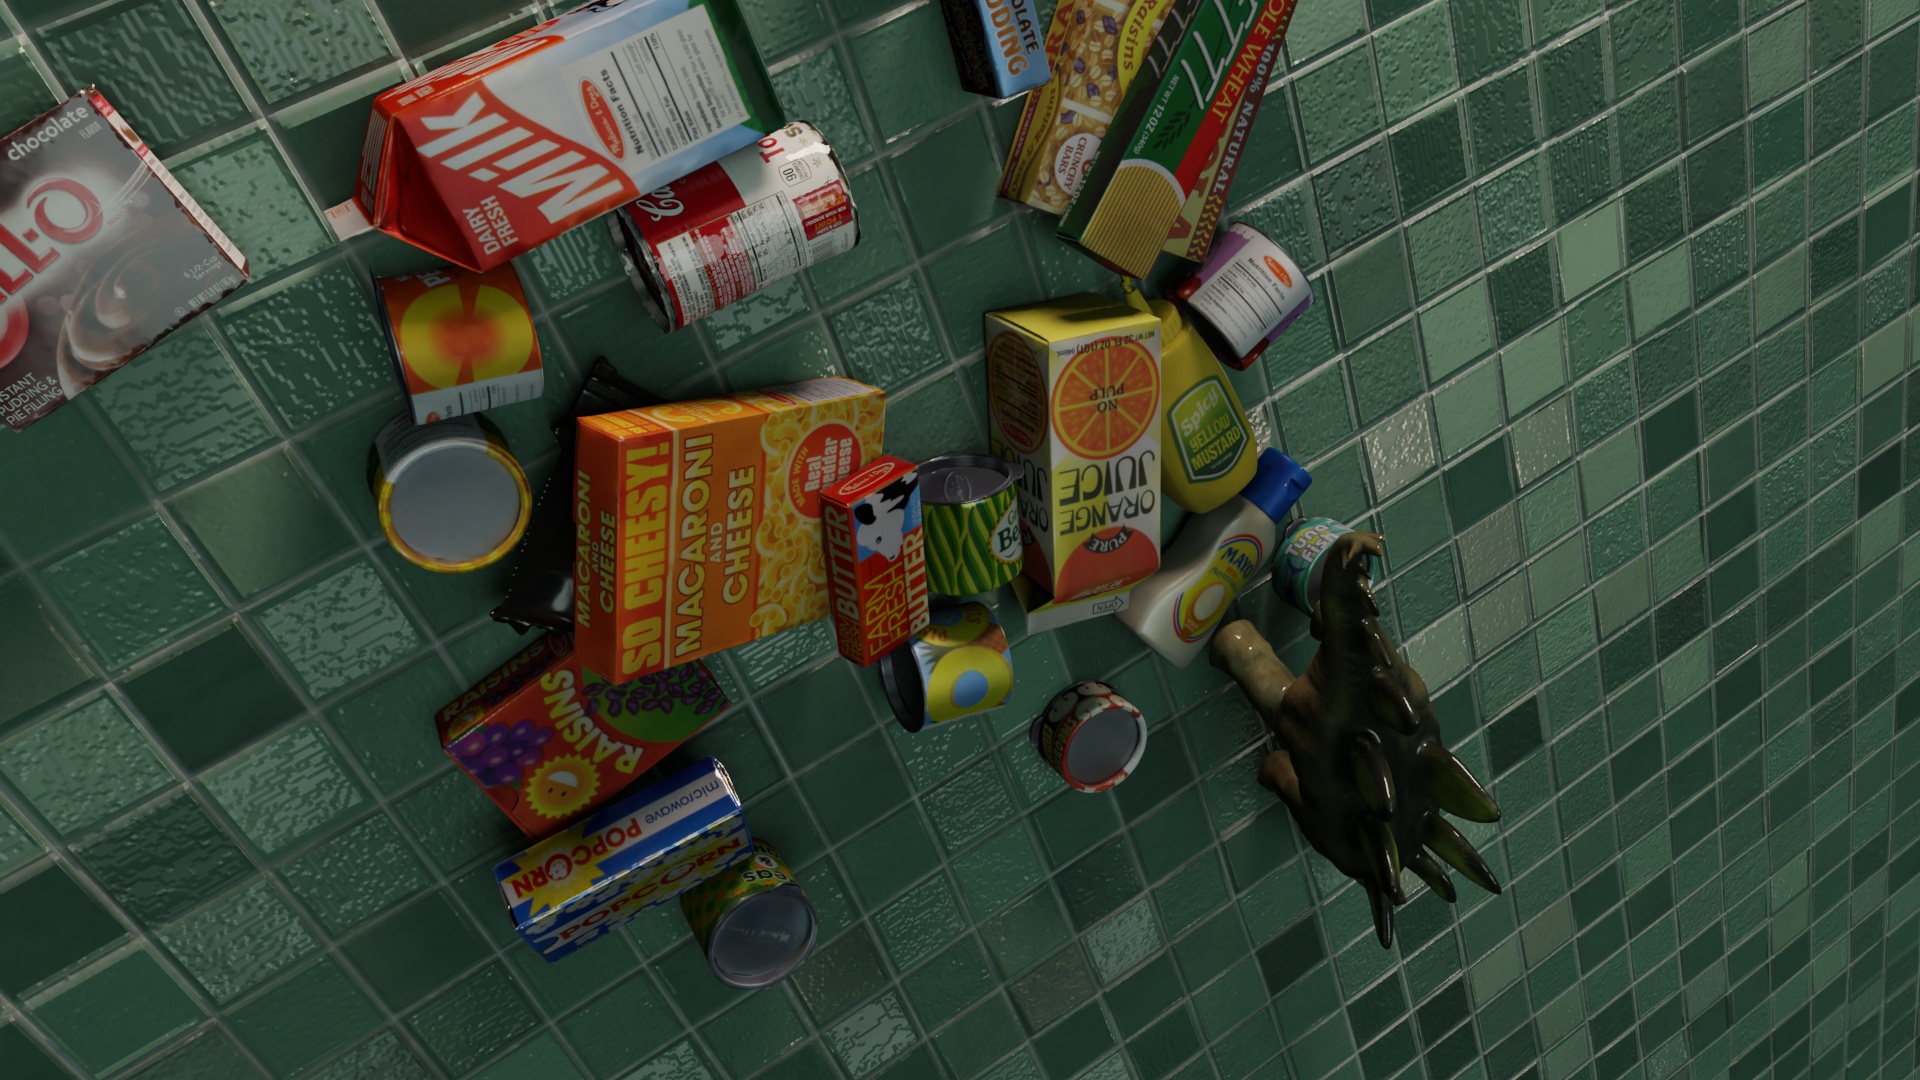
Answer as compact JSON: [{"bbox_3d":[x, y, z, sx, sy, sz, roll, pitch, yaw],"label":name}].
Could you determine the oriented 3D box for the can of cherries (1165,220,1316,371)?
[{"bbox_3d":[0.161,-0.140,0.805,0.058,0.072,0.071,-45,125,1],"label":"can of cherries"}]

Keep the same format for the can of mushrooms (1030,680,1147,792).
[{"bbox_3d":[0.083,0.127,0.897,0.071,0.033,0.070,-12,117,-24],"label":"can of mushrooms"}]

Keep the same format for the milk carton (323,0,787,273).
[{"bbox_3d":[-0.181,-0.177,0.600,0.191,0.072,0.073,-31,122,-15],"label":"milk carton"}]

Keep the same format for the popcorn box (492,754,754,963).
[{"bbox_3d":[-0.177,0.172,0.747,0.127,0.038,0.084,-26,157,-17],"label":"popcorn box"}]

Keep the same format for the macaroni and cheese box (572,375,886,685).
[{"bbox_3d":[-0.113,-0.010,0.694,0.167,0.040,0.123,-16,120,-46],"label":"macaroni and cheese box"}]

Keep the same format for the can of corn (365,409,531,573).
[{"bbox_3d":[-0.236,-0.023,0.644,0.071,0.058,0.071,-11,115,-24],"label":"can of corn"}]

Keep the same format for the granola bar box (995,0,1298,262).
[{"bbox_3d":[0.103,-0.245,0.745,0.124,0.039,0.165,10,106,-32],"label":"granola bar box"}]

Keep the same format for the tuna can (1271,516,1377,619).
[{"bbox_3d":[0.246,0.018,0.938,0.071,0.033,0.070,-12,116,-24],"label":"tuna can"}]

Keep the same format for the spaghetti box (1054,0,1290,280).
[{"bbox_3d":[0.129,-0.256,0.711,0.050,0.029,0.249,22,100,-34],"label":"spaghetti box"}]

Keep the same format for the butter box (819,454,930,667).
[{"bbox_3d":[-0.044,0.012,0.736,0.053,0.024,0.103,-33,132,-39],"label":"butter box"}]

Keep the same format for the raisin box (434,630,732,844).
[{"bbox_3d":[-0.196,0.090,0.726,0.123,0.040,0.085,-37,124,-9],"label":"raisin box"}]

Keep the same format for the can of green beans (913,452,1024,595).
[{"bbox_3d":[0.000,-0.010,0.773,0.071,0.071,0.057,-18,119,-21],"label":"can of green beans"}]

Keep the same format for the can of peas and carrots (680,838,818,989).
[{"bbox_3d":[-0.123,0.213,0.806,0.071,0.059,0.070,-11,115,-25],"label":"can of peas and carrots"}]

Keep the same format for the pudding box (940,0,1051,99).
[{"bbox_3d":[0.013,-0.263,0.682,0.030,0.050,0.083,-26,121,-15],"label":"pudding box"}]

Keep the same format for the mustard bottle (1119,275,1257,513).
[{"bbox_3d":[0.124,-0.090,0.816,0.065,0.049,0.159,-38,124,-11],"label":"mustard bottle"}]

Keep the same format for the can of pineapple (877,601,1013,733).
[{"bbox_3d":[-0.009,0.071,0.802,0.058,0.071,0.070,-13,116,-24],"label":"can of pineapple"}]

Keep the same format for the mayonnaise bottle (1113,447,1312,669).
[{"bbox_3d":[0.164,0.008,0.884,0.148,0.041,0.064,-51,128,1],"label":"mayonnaise bottle"}]

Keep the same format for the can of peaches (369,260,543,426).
[{"bbox_3d":[-0.223,-0.092,0.618,0.058,0.071,0.071,-16,118,-22],"label":"can of peaches"}]

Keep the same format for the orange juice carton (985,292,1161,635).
[{"bbox_3d":[0.065,-0.037,0.793,0.072,0.073,0.191,-15,117,-23],"label":"orange juice carton"}]
